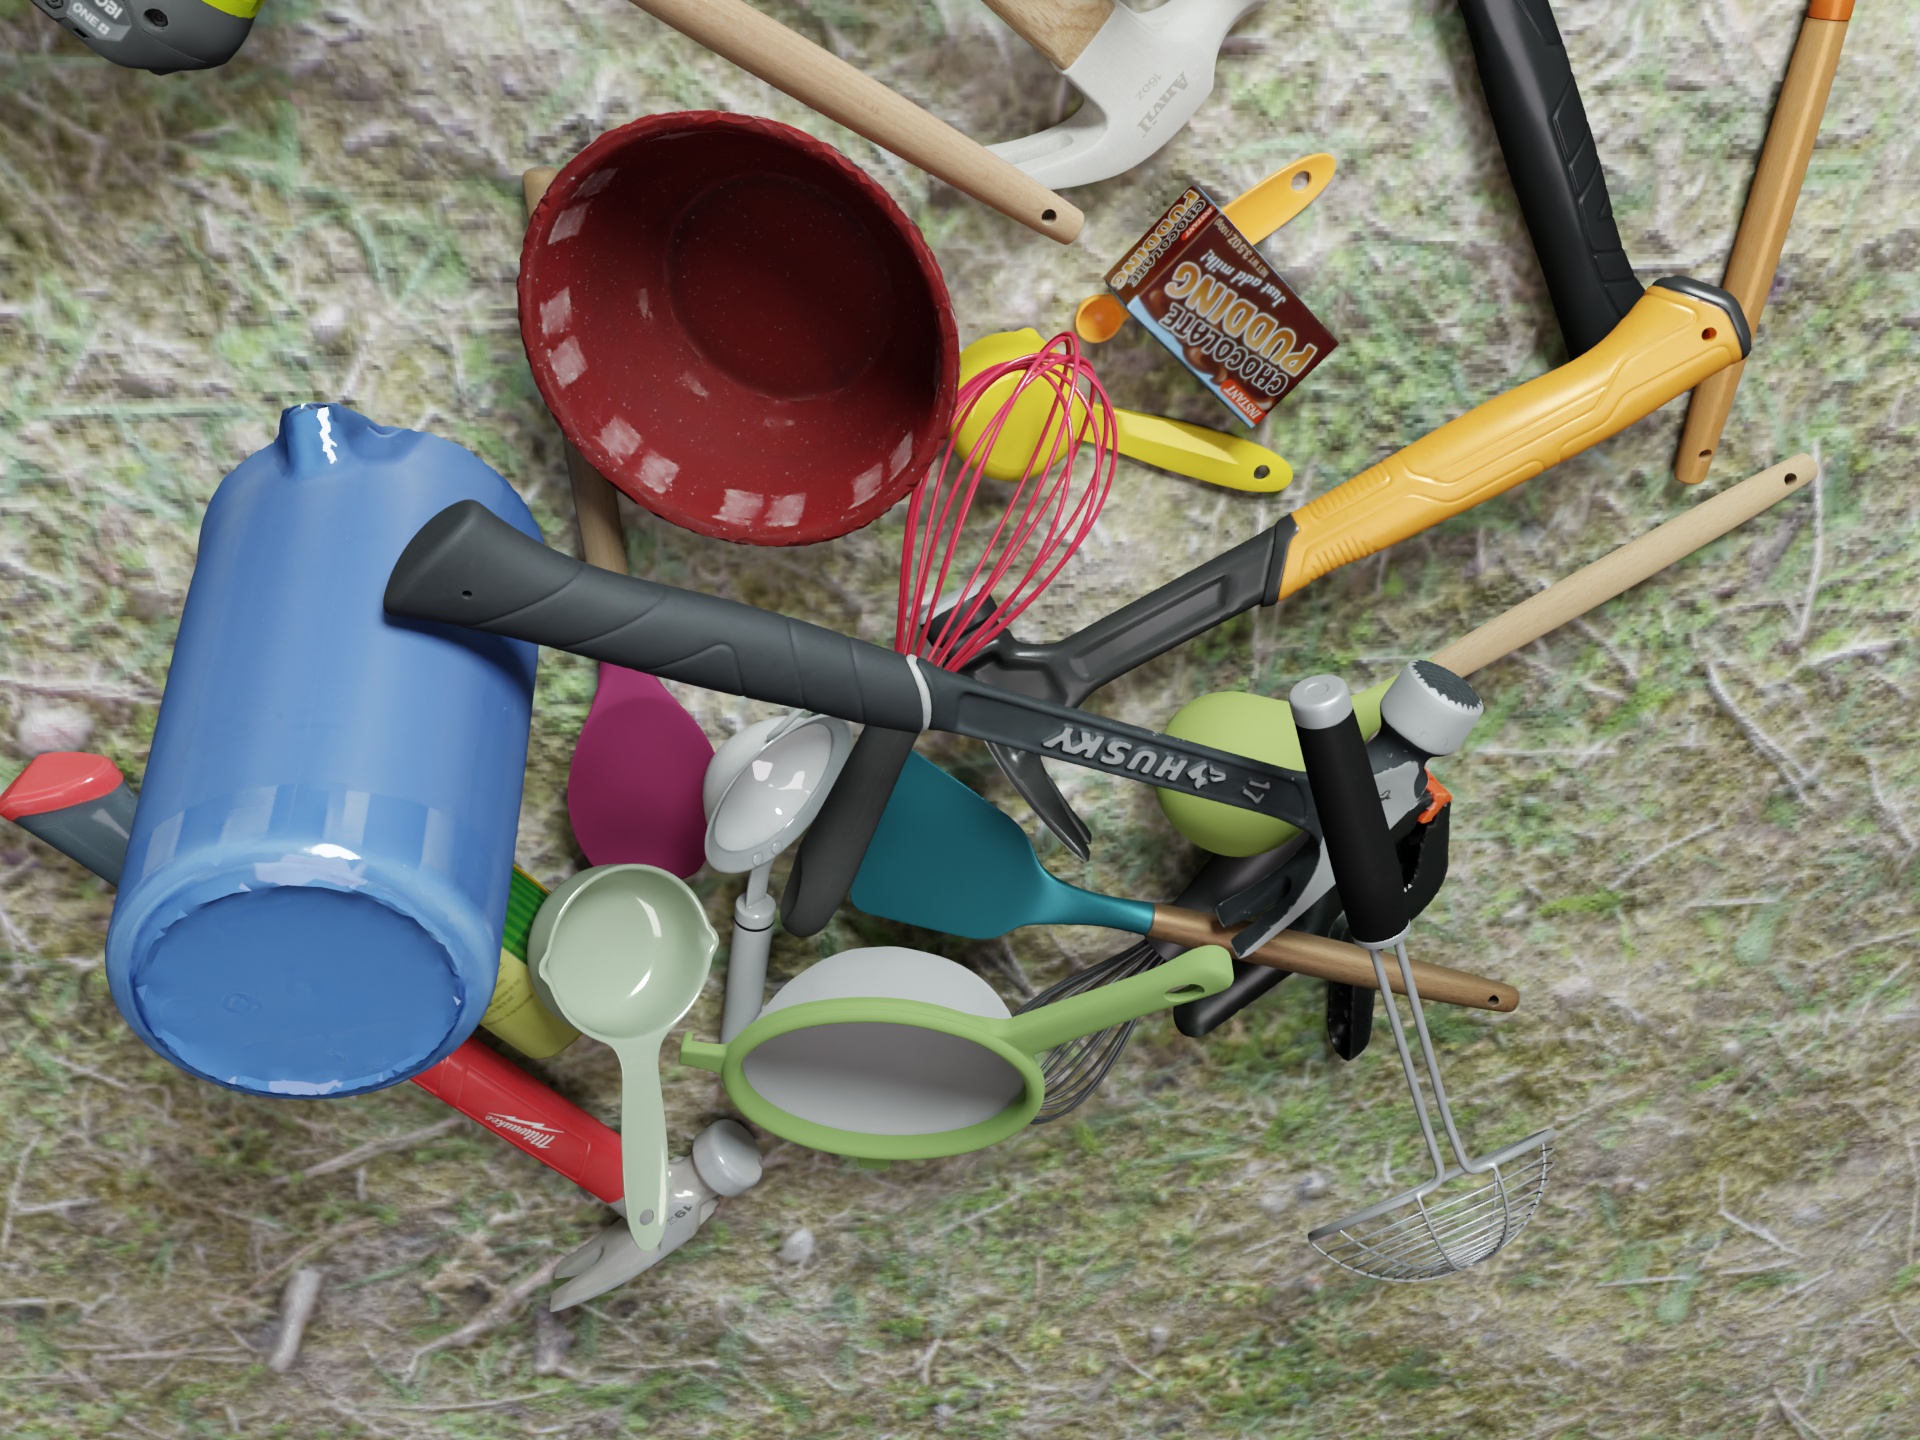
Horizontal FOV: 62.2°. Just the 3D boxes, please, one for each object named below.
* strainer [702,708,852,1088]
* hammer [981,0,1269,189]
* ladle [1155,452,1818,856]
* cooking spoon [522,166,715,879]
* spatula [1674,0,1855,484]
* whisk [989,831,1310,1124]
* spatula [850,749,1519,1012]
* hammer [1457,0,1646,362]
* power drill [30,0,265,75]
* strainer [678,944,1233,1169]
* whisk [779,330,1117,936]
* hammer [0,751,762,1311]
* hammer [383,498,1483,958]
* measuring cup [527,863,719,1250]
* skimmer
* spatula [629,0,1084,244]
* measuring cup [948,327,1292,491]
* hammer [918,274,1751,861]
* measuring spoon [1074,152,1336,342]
[{"bbox_3d":[-0.096,0.081,0.732,0.087,0.050,0.258,-28,141,-43],"label":"strainer"},{"bbox_3d":[-0.041,-0.276,0.486,0.331,0.031,0.130,24,116,-37],"label":"hammer"},{"bbox_3d":[0.232,-0.035,0.712,0.320,0.062,0.078,-29,97,1],"label":"ladle"},{"bbox_3d":[-0.145,-0.062,0.653,0.068,0.017,0.318,-13,122,-17],"label":"cooking spoon"},{"bbox_3d":[0.325,-0.238,0.601,0.081,0.041,0.322,-2,121,-8],"label":"spatula"},{"bbox_3d":[0.098,0.108,0.774,0.055,0.055,0.239,36,105,-25],"label":"whisk"},{"bbox_3d":[0.110,0.091,0.737,0.317,0.044,0.082,14,104,-9],"label":"spatula"},{"bbox_3d":[0.192,-0.256,0.576,0.146,0.035,0.334,-28,120,8],"label":"hammer"},{"bbox_3d":[-0.225,-0.326,0.453,0.228,0.080,0.190,-44,118,14],"label":"power drill"},{"bbox_3d":[0.008,0.128,0.730,0.256,0.069,0.151,-24,134,28],"label":"strainer"},{"bbox_3d":[-0.015,-0.021,0.637,0.073,0.073,0.295,17,121,-17],"label":"whisk"},{"bbox_3d":[-0.278,0.152,0.750,0.143,0.038,0.386,-38,118,16],"label":"hammer"},{"bbox_3d":[-0.001,-0.002,0.591,0.408,0.036,0.149,15,122,-25],"label":"hammer"},{"bbox_3d":[-0.147,0.144,0.690,0.083,0.038,0.167,-6,94,-37],"label":"measuring cup"},{"bbox_3d":[0.183,0.121,0.695,0.127,0.090,0.363,-23,120,-1],"label":"skimmer"},{"bbox_3d":[-0.093,-0.225,0.493,0.315,0.018,0.059,21,118,-25],"label":"spatula"},{"bbox_3d":[0.067,-0.113,0.645,0.156,0.029,0.062,12,118,-14],"label":"measuring cup"},{"bbox_3d":[0.155,-0.069,0.645,0.337,0.034,0.127,-29,99,14],"label":"hammer"},{"bbox_3d":[0.094,-0.186,0.619,0.117,0.011,0.021,-33,130,8],"label":"measuring spoon"}]
